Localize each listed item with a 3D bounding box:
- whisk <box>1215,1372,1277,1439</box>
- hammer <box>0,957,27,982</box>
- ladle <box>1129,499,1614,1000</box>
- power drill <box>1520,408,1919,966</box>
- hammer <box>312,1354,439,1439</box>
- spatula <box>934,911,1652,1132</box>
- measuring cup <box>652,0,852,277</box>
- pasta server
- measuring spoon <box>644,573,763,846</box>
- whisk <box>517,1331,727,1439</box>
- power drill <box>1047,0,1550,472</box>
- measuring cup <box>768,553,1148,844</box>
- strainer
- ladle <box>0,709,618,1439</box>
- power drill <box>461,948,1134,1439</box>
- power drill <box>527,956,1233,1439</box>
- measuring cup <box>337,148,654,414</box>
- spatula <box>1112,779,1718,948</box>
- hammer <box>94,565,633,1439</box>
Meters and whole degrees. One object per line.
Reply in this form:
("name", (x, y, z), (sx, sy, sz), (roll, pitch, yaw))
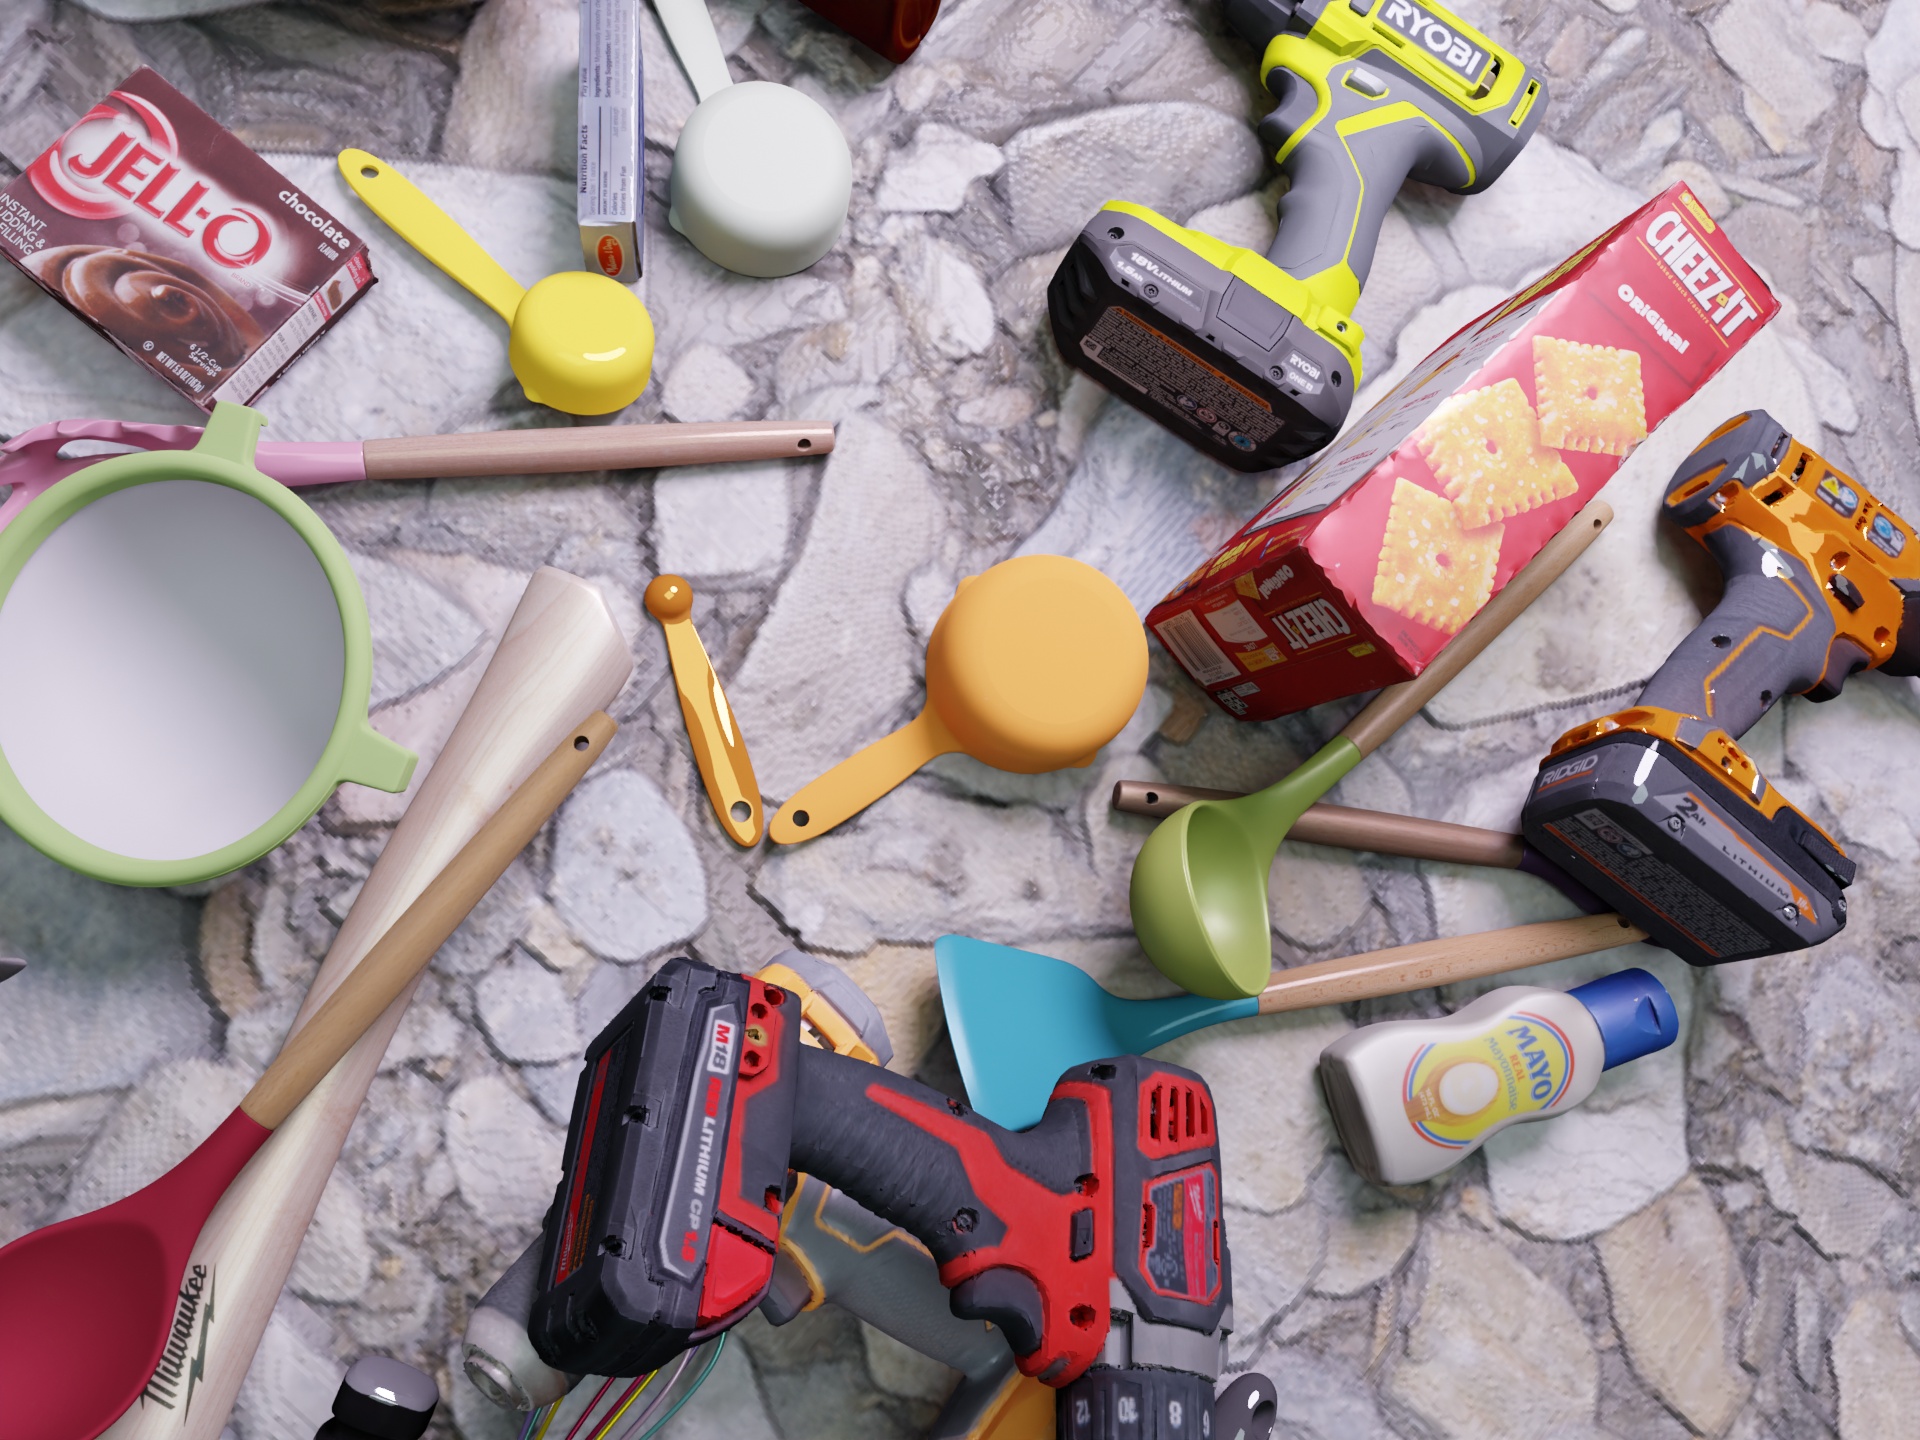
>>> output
("whisk", (0.055, 0.355, 0.603), (0.055, 0.055, 0.239), (37, 72, -4))
("hammer", (-0.383, -0.075, 0.549), (0.149, 0.036, 0.359), (-10, 74, 16))
("ladle", (0.186, -0.003, 0.661), (0.320, 0.062, 0.078), (-39, 112, -22))
("power drill", (0.357, -0.008, 0.691), (0.164, 0.084, 0.226), (37, 67, -4))
("hammer", (-0.075, 0.336, 0.539), (0.337, 0.034, 0.127), (23, 85, -4))
("spatula", (0.147, 0.107, 0.654), (0.317, 0.044, 0.082), (-9, 59, -12))
("measuring cup", (-0.100, -0.270, 0.665), (0.083, 0.038, 0.167), (-23, 89, -14))
("pasta server", (-0.204, -0.099, 0.621), (0.316, 0.060, 0.040), (-6, 38, -14))
("measuring spoon", (-0.102, -0.005, 0.640), (0.021, 0.011, 0.117), (-18, 86, -13))
("whisk", (-0.161, 0.295, 0.571), (0.051, 0.047, 0.245), (34, 81, 5))
("power drill", (0.138, -0.237, 0.693), (0.171, 0.080, 0.223), (32, 73, -5))
("measuring cup", (-0.001, -0.002, 0.638), (0.173, 0.052, 0.095), (-33, 89, -16))
("strainer", (-0.320, 0.007, 0.577), (0.256, 0.069, 0.151), (-27, 85, 4))
("ladle", (-0.228, 0.116, 0.554), (0.069, 0.031, 0.315), (39, 75, -1))
("power drill", (-0.043, 0.216, 0.557), (0.226, 0.084, 0.185), (47, 48, -1))
("power drill", (-0.012, 0.182, 0.501), (0.226, 0.080, 0.188), (19, 53, -21))
("measuring cup", (-0.188, -0.185, 0.636), (0.156, 0.029, 0.062), (40, 58, 1))
("spatula", (0.218, 0.056, 0.692), (0.316, 0.018, 0.060), (9, 84, -11))
("hammer", (-0.241, 0.125, 0.582), (0.146, 0.038, 0.411), (25, 77, -5))
